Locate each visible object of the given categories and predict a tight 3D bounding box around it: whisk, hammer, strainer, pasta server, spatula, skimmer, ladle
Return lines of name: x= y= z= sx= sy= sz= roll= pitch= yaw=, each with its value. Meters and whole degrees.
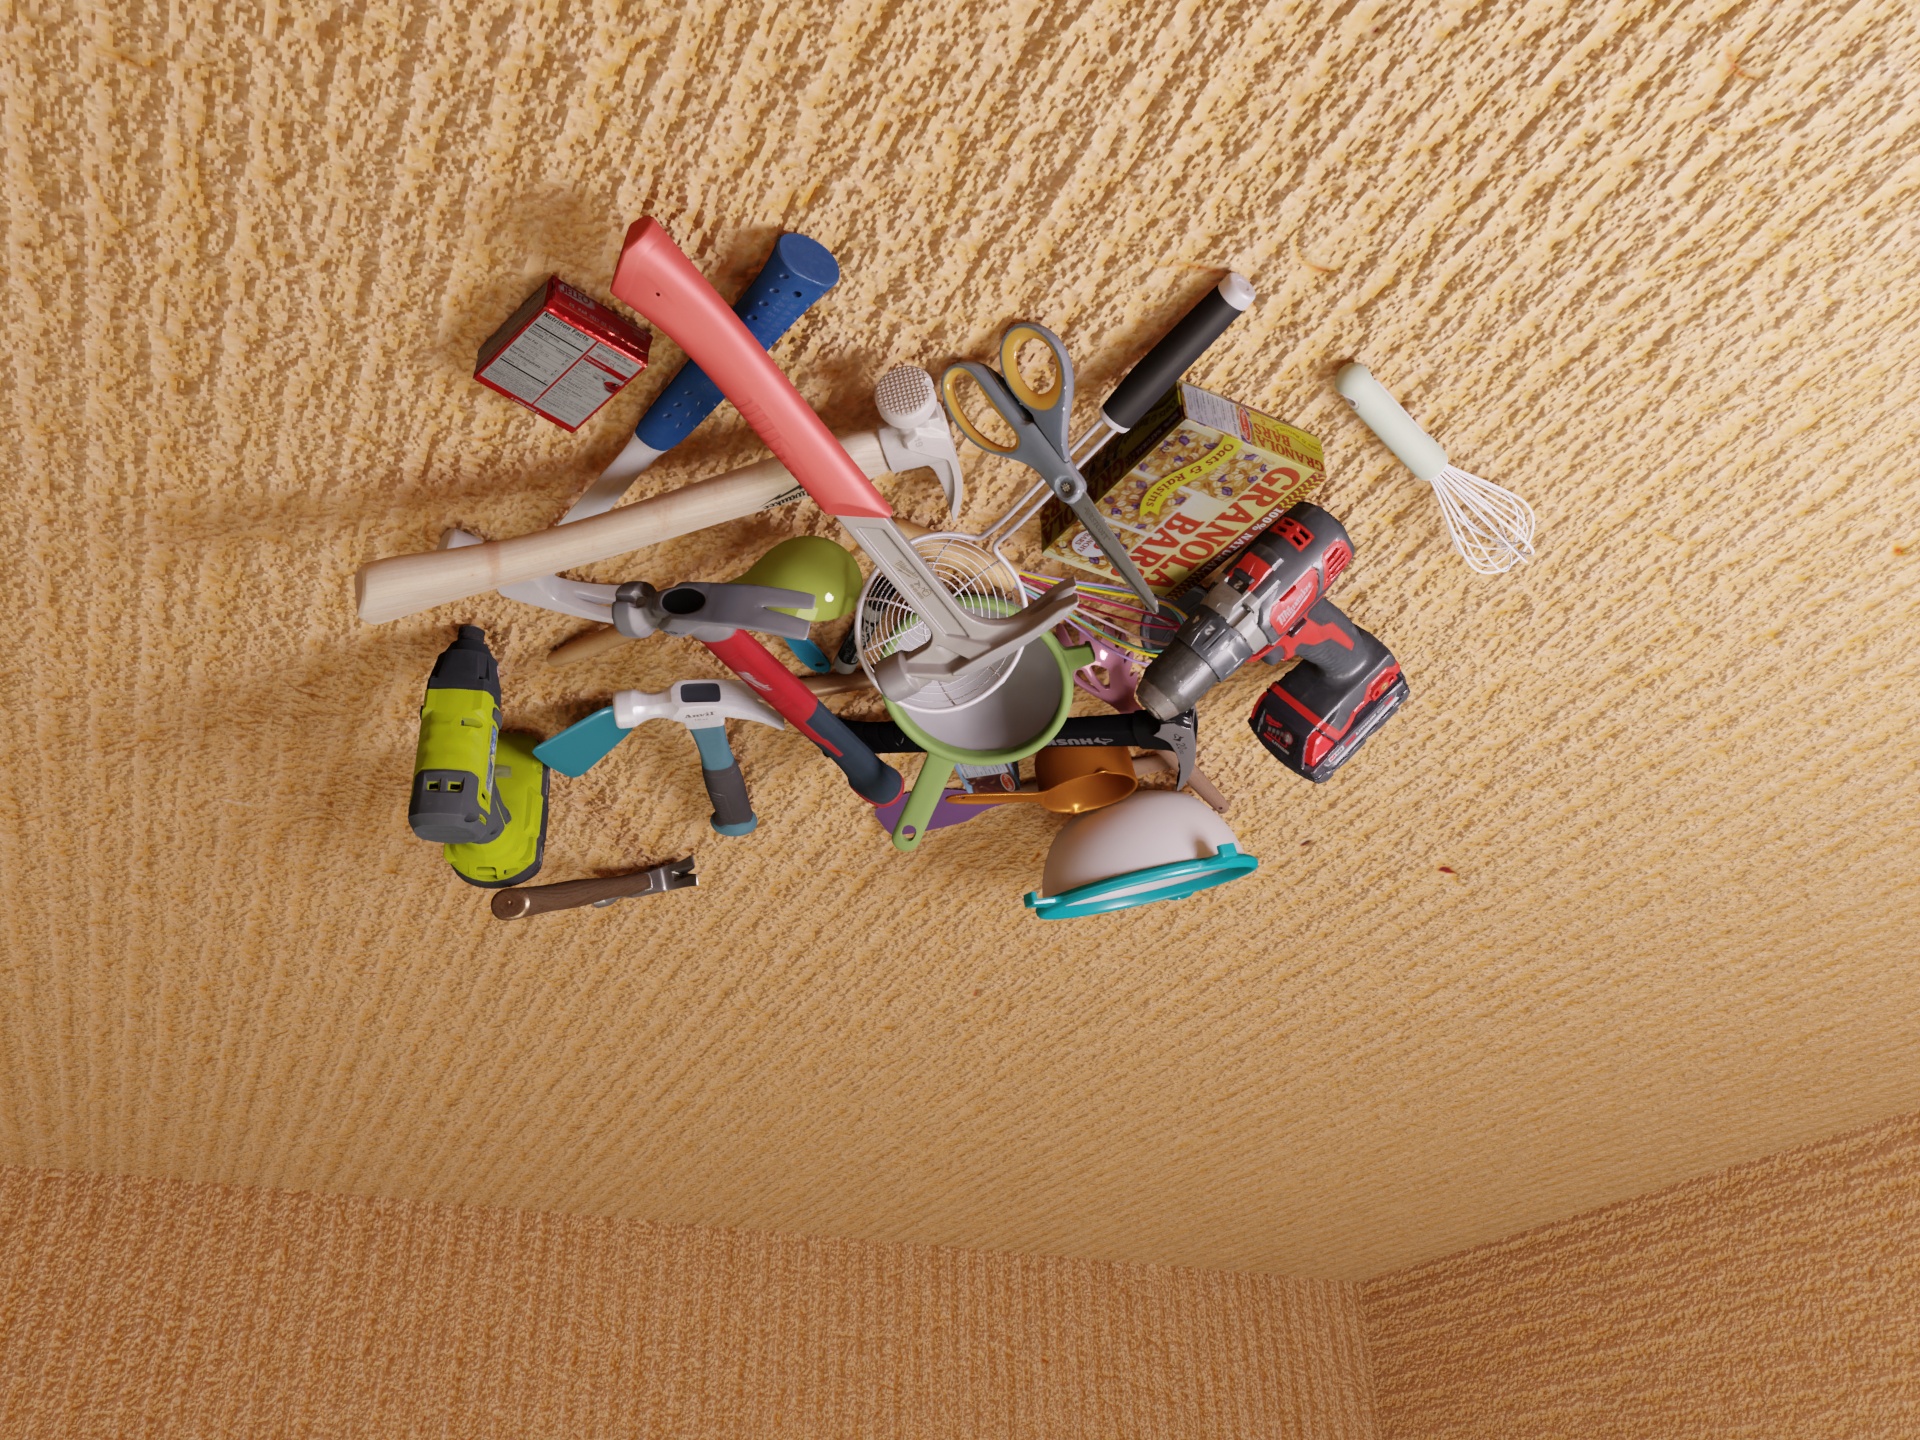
whisk: x=0.062 y=-0.100 z=1.165 sx=0.245 sy=0.051 sz=0.047 roll=20 pitch=163 yaw=-11
hammer: x=0.036 y=0.014 z=1.335 sx=0.335 sy=0.035 sz=0.146 roll=-2 pitch=150 yaw=21
hammer: x=-0.344 y=0.159 z=1.488 sx=0.130 sy=0.031 sz=0.331 roll=-14 pitch=175 yaw=10
strainer: x=-0.002 y=-0.004 z=1.268 sx=0.151 sy=0.069 sz=0.256 roll=21 pitch=125 yaw=-4
pasta server: x=0.166 y=0.006 z=1.368 sx=0.060 sy=0.040 sz=0.315 roll=-17 pitch=145 yaw=25
hammer: x=-0.076 y=-0.158 z=0.966 sx=0.149 sy=0.037 sz=0.358 roll=-28 pitch=126 yaw=18
strainer: x=0.182 y=0.127 z=1.546 sx=0.211 sy=0.095 sz=0.340 roll=-16 pitch=168 yaw=14
hammer: x=-0.107 y=-0.008 z=1.202 sx=0.143 sy=0.038 sz=0.386 roll=4 pitch=161 yaw=21
spatula: x=0.065 y=0.064 z=1.489 sx=0.316 sy=0.018 sz=0.059 roll=-13 pitch=136 yaw=20
hammer: x=-0.201 y=-0.128 z=1.058 sx=0.410 sy=0.038 sz=0.146 roll=-15 pitch=157 yaw=5
skimmer: x=0.062 y=-0.139 z=1.034 sx=0.127 sy=0.090 sz=0.363 roll=29 pitch=132 yaw=-22
spatula: x=-0.200 y=-0.005 z=1.339 sx=0.317 sy=0.044 sz=0.082 roll=-9 pitch=159 yaw=11
hammer: x=-0.203 y=-0.179 z=1.052 sx=0.144 sy=0.035 sz=0.405 roll=21 pitch=143 yaw=-32
hammer: x=-0.210 y=0.039 z=1.374 sx=0.128 sy=0.033 sz=0.330 roll=-7 pitch=159 yaw=-5
whisk: x=0.325 y=-0.170 z=1.082 sx=0.246 sy=0.058 sz=0.059 roll=32 pitch=102 yaw=-39
ladle: x=-0.203 y=-0.073 z=1.196 sx=0.320 sy=0.078 sz=0.062 roll=-15 pitch=114 yaw=37

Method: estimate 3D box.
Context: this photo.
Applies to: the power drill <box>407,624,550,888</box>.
power drill: x=-0.393 y=0.037 z=1.302 sx=0.080 sy=0.171 sz=0.223 roll=2 pitch=158 yaw=-5

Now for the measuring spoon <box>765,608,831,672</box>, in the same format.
measuring spoon: x=-0.128 y=-0.070 z=1.265 sx=0.042 sy=0.021 sz=0.128 roll=-9 pitch=158 yaw=12

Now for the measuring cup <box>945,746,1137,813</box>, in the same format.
measuring cup: x=0.068 y=0.044 z=1.402 sx=0.173 sy=0.052 sz=0.095 roll=-3 pitch=155 yaw=-13

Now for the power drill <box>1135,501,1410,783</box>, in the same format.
power drill: x=0.234 y=-0.038 z=1.191 sx=0.188 sy=0.080 sz=0.226 roll=-45 pitch=141 yaw=0
